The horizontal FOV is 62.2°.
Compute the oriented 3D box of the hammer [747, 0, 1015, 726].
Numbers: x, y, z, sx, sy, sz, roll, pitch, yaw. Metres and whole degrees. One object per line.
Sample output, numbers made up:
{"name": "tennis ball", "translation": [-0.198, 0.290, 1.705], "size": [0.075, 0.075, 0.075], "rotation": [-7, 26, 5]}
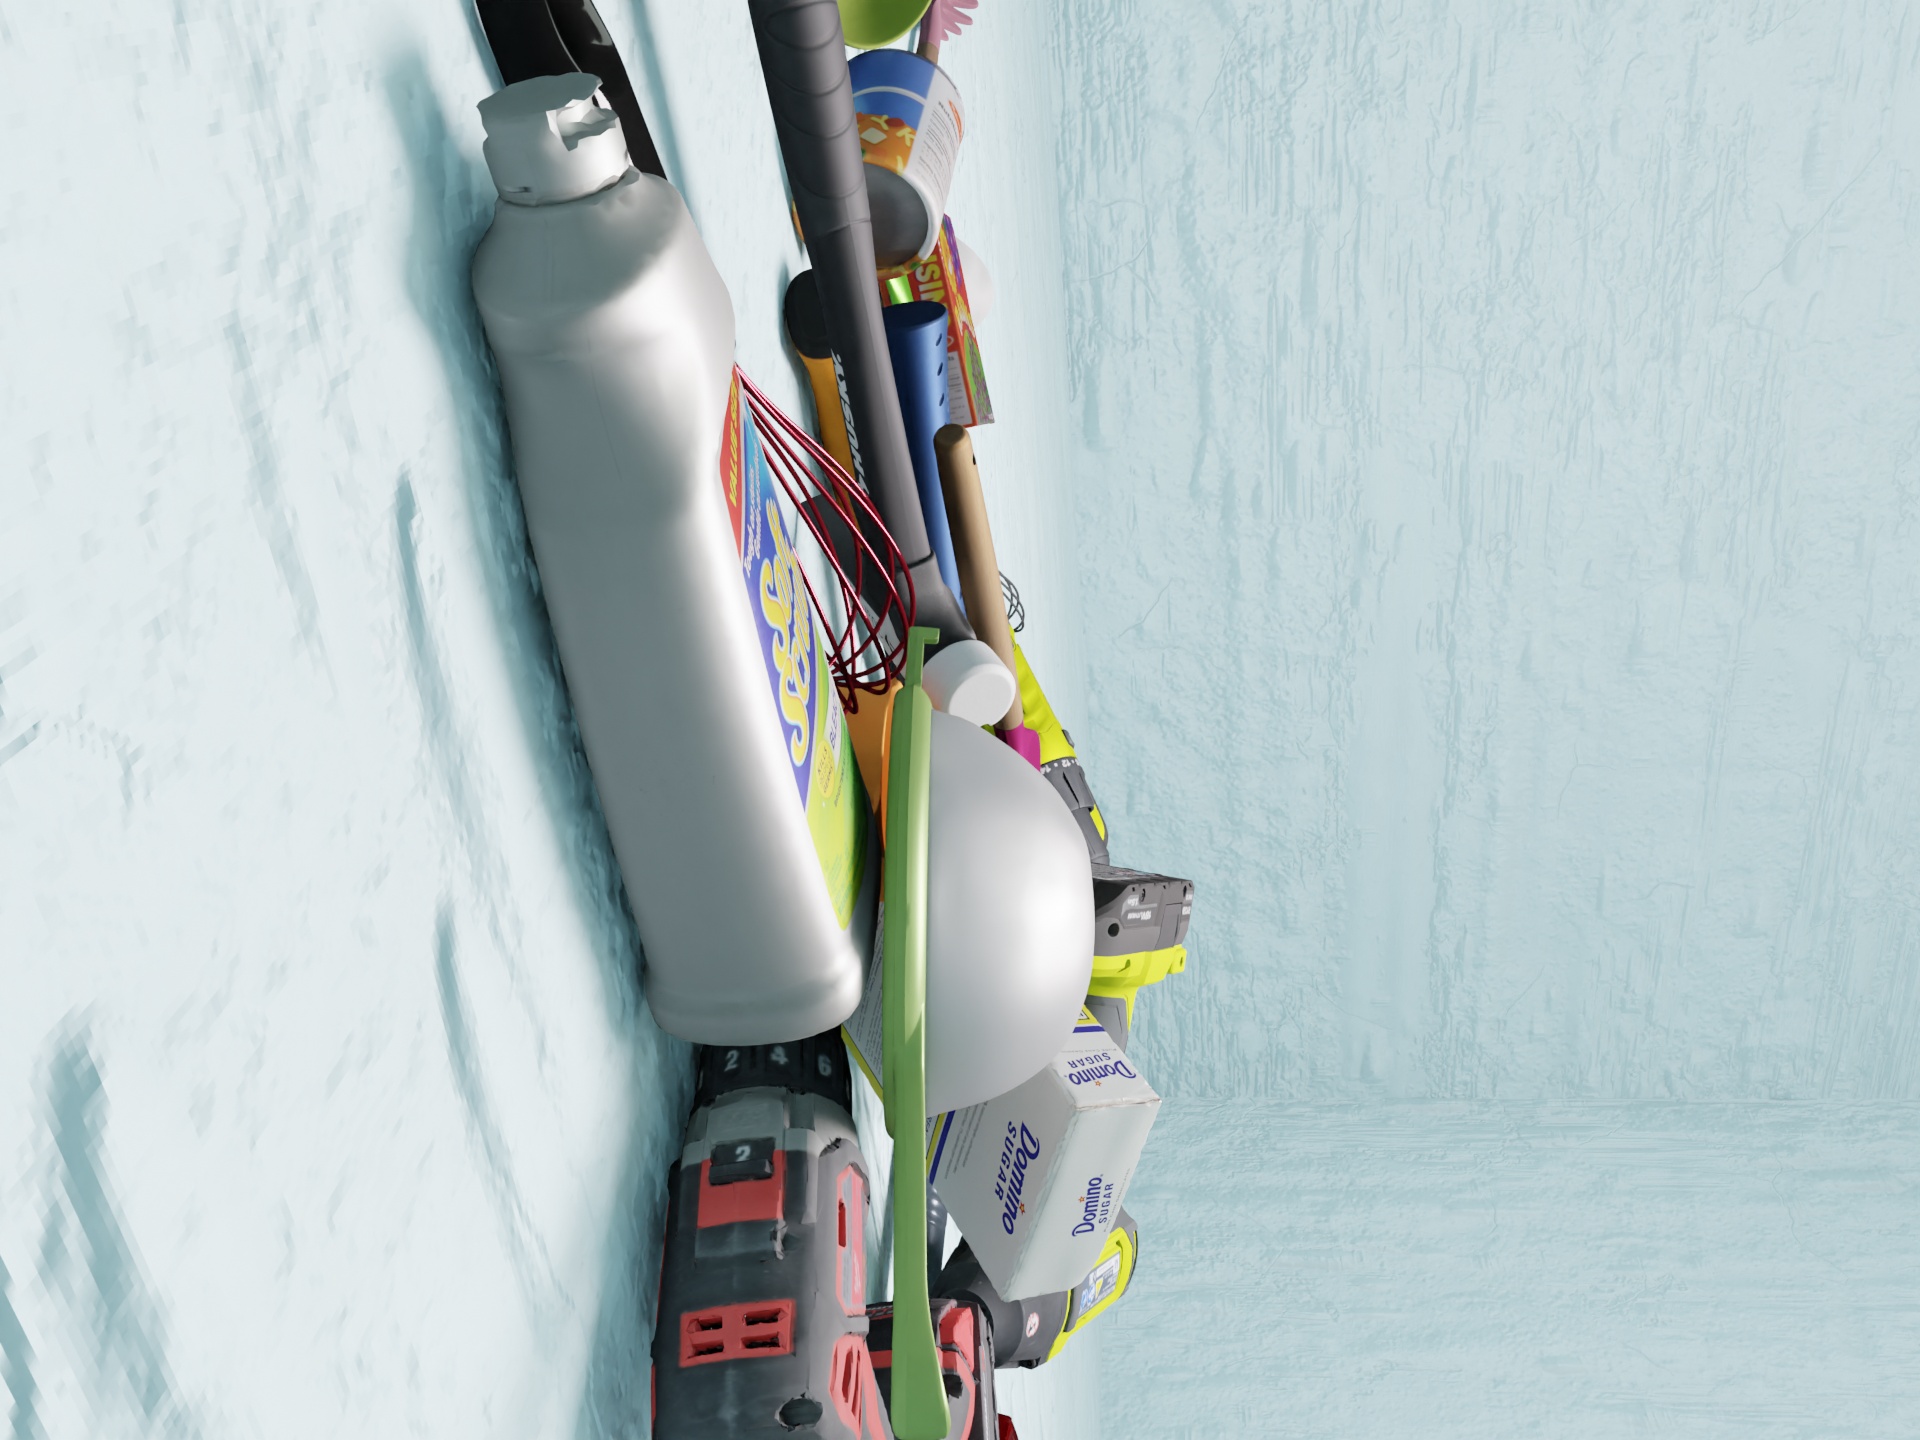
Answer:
{"name": "hammer", "translation": [-0.042, -0.159, 0.555], "size": [0.146, 0.035, 0.334], "rotation": [-126, -161, -46]}

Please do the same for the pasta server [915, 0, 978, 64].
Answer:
{"name": "pasta server", "translation": [-0.016, -0.419, 1.033], "size": [0.060, 0.040, 0.316], "rotation": [96, -1, -53]}

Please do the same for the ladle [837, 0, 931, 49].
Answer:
{"name": "ladle", "translation": [-0.062, -0.287, 0.601], "size": [0.320, 0.062, 0.078], "rotation": [-71, 177, -62]}

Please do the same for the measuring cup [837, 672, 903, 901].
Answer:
{"name": "measuring cup", "translation": [-0.054, 0.039, 0.588], "size": [0.174, 0.052, 0.095], "rotation": [-62, 150, -73]}

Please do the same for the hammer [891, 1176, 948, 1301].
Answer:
{"name": "hammer", "translation": [-0.012, 0.226, 0.914], "size": [0.387, 0.038, 0.143], "rotation": [-84, 171, -46]}

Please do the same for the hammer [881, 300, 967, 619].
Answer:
{"name": "hammer", "translation": [-0.001, 0.004, 0.777], "size": [0.144, 0.035, 0.405], "rotation": [-79, 164, -60]}

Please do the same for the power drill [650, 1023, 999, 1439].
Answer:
{"name": "power drill", "translation": [-0.044, 0.195, 0.547], "size": [0.188, 0.080, 0.226], "rotation": [-94, 172, -46]}

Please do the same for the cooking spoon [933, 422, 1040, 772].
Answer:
{"name": "cooking spoon", "translation": [0.018, -0.016, 0.723], "size": [0.318, 0.017, 0.069], "rotation": [77, 18, -54]}

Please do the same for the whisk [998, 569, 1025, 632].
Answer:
{"name": "whisk", "translation": [0.000, -0.112, 1.071], "size": [0.238, 0.055, 0.055], "rotation": [62, 27, -63]}

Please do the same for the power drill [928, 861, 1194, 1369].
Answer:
{"name": "power drill", "translation": [0.043, 0.180, 0.741], "size": [0.171, 0.080, 0.223], "rotation": [9, 89, -64]}

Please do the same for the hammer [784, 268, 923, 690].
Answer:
{"name": "hammer", "translation": [-0.038, -0.081, 0.799], "size": [0.336, 0.034, 0.127], "rotation": [80, 12, -48]}

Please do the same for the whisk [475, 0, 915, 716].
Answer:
{"name": "whisk", "translation": [-0.072, -0.096, 0.483], "size": [0.295, 0.073, 0.073], "rotation": [69, 20, -51]}

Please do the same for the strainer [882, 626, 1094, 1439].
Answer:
{"name": "strainer", "translation": [0.011, 0.096, 0.489], "size": [0.257, 0.069, 0.151], "rotation": [-92, -177, -53]}

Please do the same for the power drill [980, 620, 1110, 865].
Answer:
{"name": "power drill", "translation": [0.045, 0.039, 1.048], "size": [0.191, 0.080, 0.228], "rotation": [64, 0, 15]}

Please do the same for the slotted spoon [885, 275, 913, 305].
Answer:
{"name": "slotted spoon", "translation": [-0.022, -0.173, 0.844], "size": [0.070, 0.031, 0.313], "rotation": [-54, 138, -55]}

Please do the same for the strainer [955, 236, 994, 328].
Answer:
{"name": "strainer", "translation": [-0.011, -0.243, 1.034], "size": [0.086, 0.050, 0.259], "rotation": [101, 0, -45]}
